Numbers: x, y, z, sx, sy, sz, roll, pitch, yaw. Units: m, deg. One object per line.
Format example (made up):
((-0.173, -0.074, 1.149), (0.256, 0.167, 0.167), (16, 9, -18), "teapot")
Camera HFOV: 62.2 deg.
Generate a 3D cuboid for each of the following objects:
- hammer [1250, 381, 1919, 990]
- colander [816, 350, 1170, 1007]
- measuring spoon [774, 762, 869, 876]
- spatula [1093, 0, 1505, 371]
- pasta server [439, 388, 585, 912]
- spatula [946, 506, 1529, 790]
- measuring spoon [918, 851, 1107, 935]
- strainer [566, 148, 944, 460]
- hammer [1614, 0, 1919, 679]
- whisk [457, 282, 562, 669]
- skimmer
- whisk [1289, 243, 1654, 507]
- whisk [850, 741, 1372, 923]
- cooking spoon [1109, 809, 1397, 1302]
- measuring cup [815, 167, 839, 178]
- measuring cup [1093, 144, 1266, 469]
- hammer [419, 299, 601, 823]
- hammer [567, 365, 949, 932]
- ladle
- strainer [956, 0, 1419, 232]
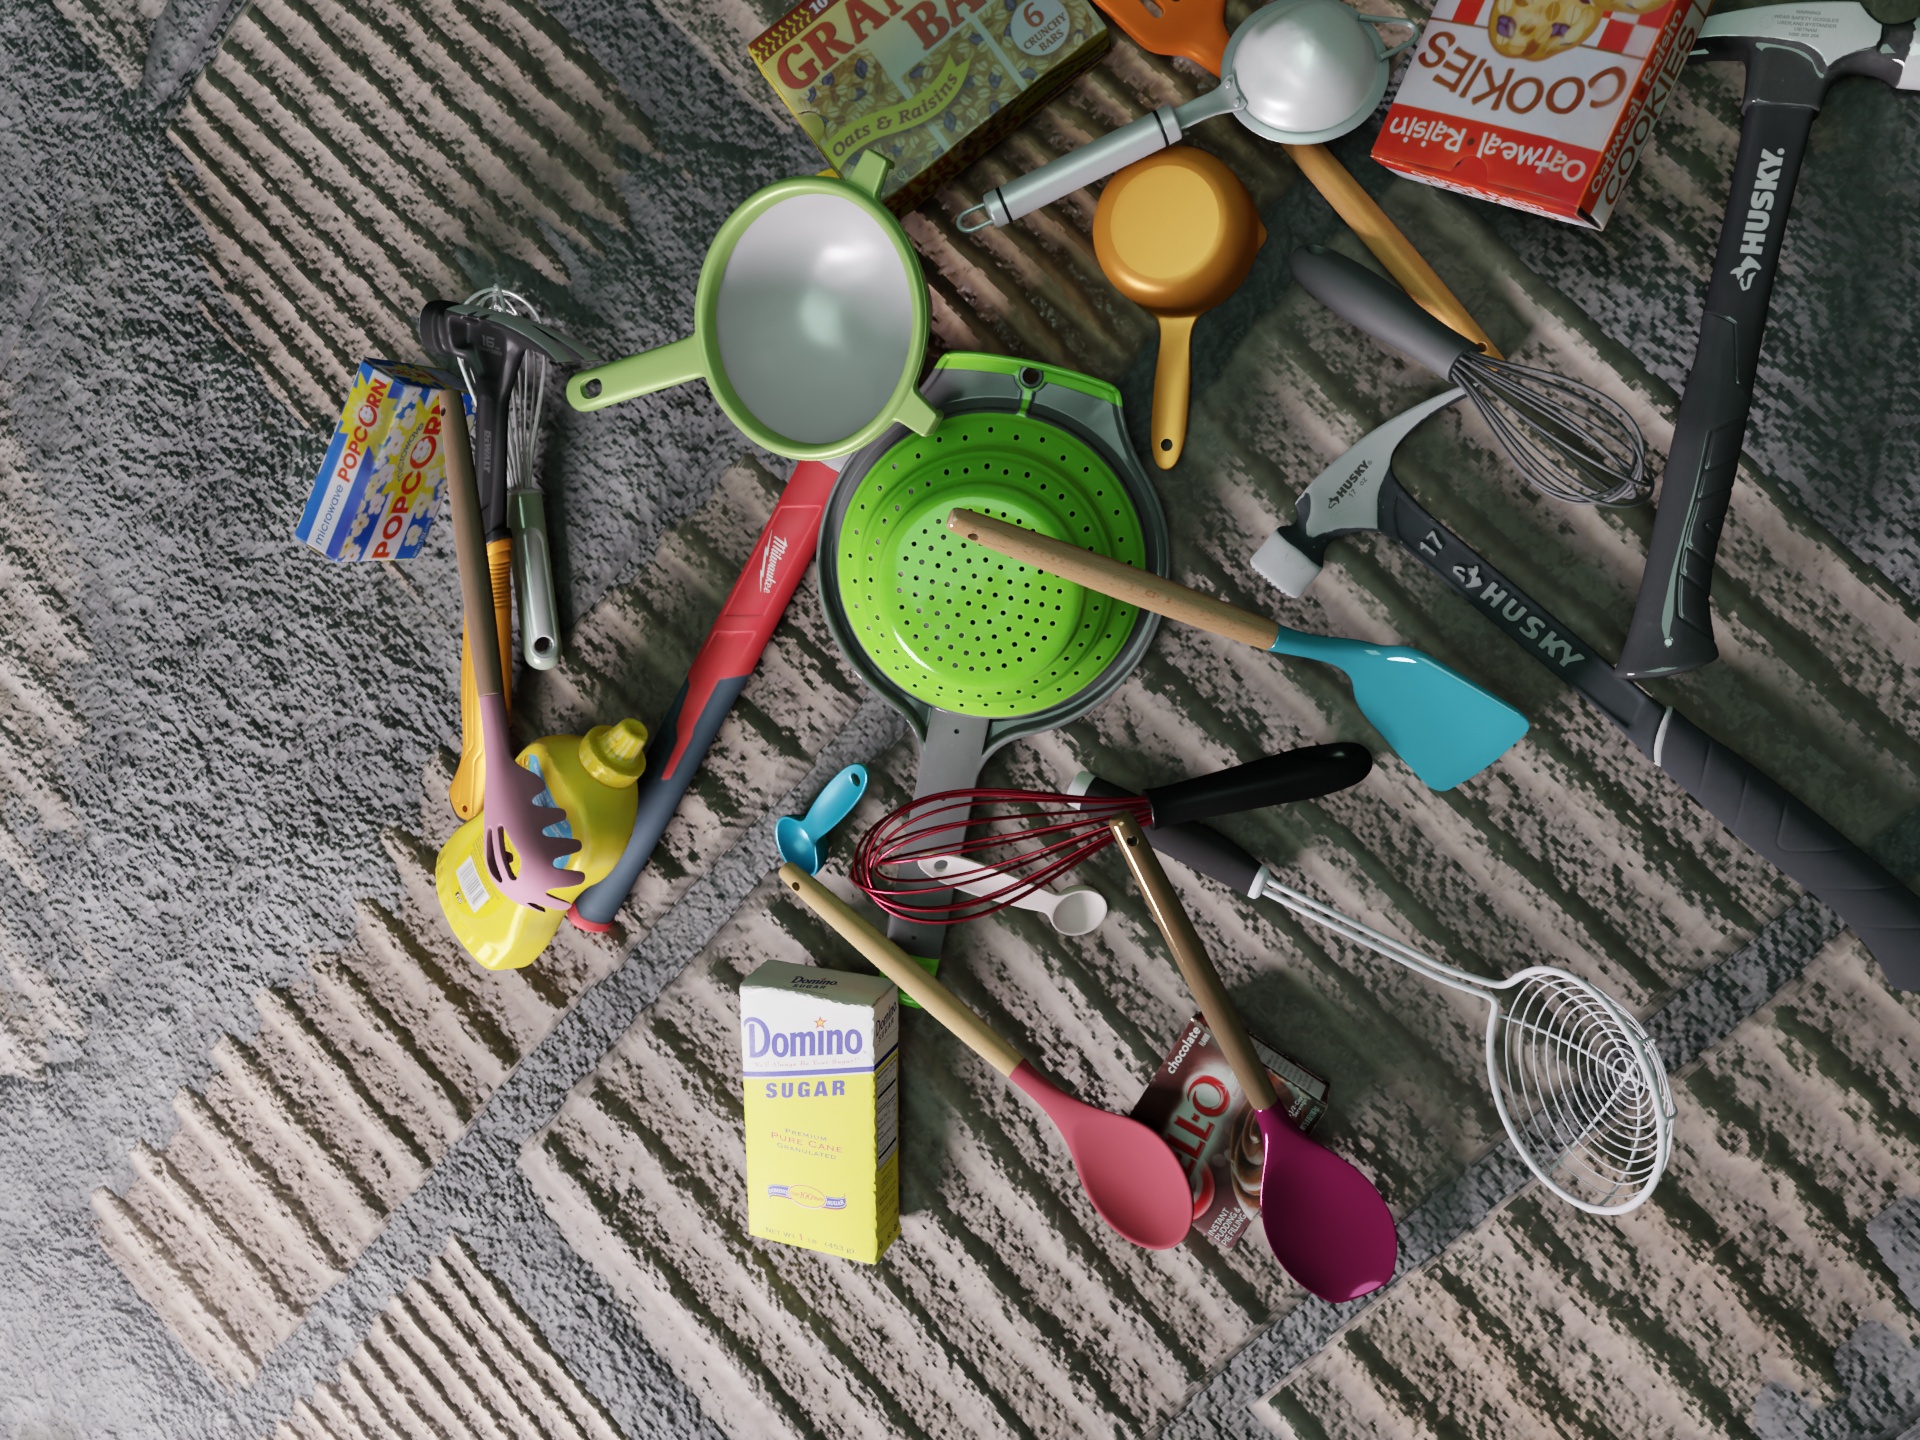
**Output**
((0.354, -0.010, 0.829), (0.409, 0.036, 0.149), (42, 106, 9), "hammer")
((-0.001, -0.003, 0.900), (0.204, 0.094, 0.397), (12, 106, 3), "colander")
((-0.077, 0.055, 0.961), (0.042, 0.021, 0.128), (56, 141, 11), "measuring spoon")
((0.182, -0.310, 0.847), (0.081, 0.041, 0.322), (-40, 85, 7), "spatula")
((-0.276, -0.041, 0.945), (0.060, 0.040, 0.316), (-12, 85, 32), "pasta server")
((0.139, -0.044, 0.827), (0.317, 0.044, 0.082), (19, 146, -12), "spatula")
((0.030, 0.095, 0.928), (0.124, 0.018, 0.034), (21, 116, -21), "measuring spoon")
((-0.114, -0.216, 0.916), (0.256, 0.069, 0.151), (-8, 96, 31), "strainer")
((0.372, -0.183, 0.783), (0.146, 0.035, 0.335), (12, 93, 17), "hammer")
((-0.283, -0.154, 1.021), (0.057, 0.059, 0.246), (-9, 100, -21), "whisk")
((0.207, 0.133, 0.865), (0.363, 0.090, 0.127), (27, 136, 16), "skimmer")
((0.251, -0.180, 0.805), (0.239, 0.055, 0.055), (47, 109, 32), "whisk")
((0.084, 0.054, 0.872), (0.296, 0.073, 0.073), (-13, 92, -5), "whisk")
((0.156, 0.187, 0.867), (0.069, 0.017, 0.318), (-26, 103, 8), "cooking spoon")
((-0.097, -0.259, 0.956), (0.062, 0.029, 0.156), (43, 110, 9), "measuring cup")
((0.114, -0.226, 0.873), (0.095, 0.052, 0.173), (5, 96, 18), "measuring cup")
((-0.291, -0.085, 1.002), (0.127, 0.034, 0.336), (21, 114, 29), "hammer")
((-0.138, -0.021, 0.991), (0.143, 0.038, 0.386), (33, 105, 11), "hammer")
((0.012, 0.187, 0.931), (0.315, 0.031, 0.069), (40, 117, 12), "ladle")
((0.115, -0.313, 0.825), (0.258, 0.050, 0.087), (-23, 75, 10), "strainer")
